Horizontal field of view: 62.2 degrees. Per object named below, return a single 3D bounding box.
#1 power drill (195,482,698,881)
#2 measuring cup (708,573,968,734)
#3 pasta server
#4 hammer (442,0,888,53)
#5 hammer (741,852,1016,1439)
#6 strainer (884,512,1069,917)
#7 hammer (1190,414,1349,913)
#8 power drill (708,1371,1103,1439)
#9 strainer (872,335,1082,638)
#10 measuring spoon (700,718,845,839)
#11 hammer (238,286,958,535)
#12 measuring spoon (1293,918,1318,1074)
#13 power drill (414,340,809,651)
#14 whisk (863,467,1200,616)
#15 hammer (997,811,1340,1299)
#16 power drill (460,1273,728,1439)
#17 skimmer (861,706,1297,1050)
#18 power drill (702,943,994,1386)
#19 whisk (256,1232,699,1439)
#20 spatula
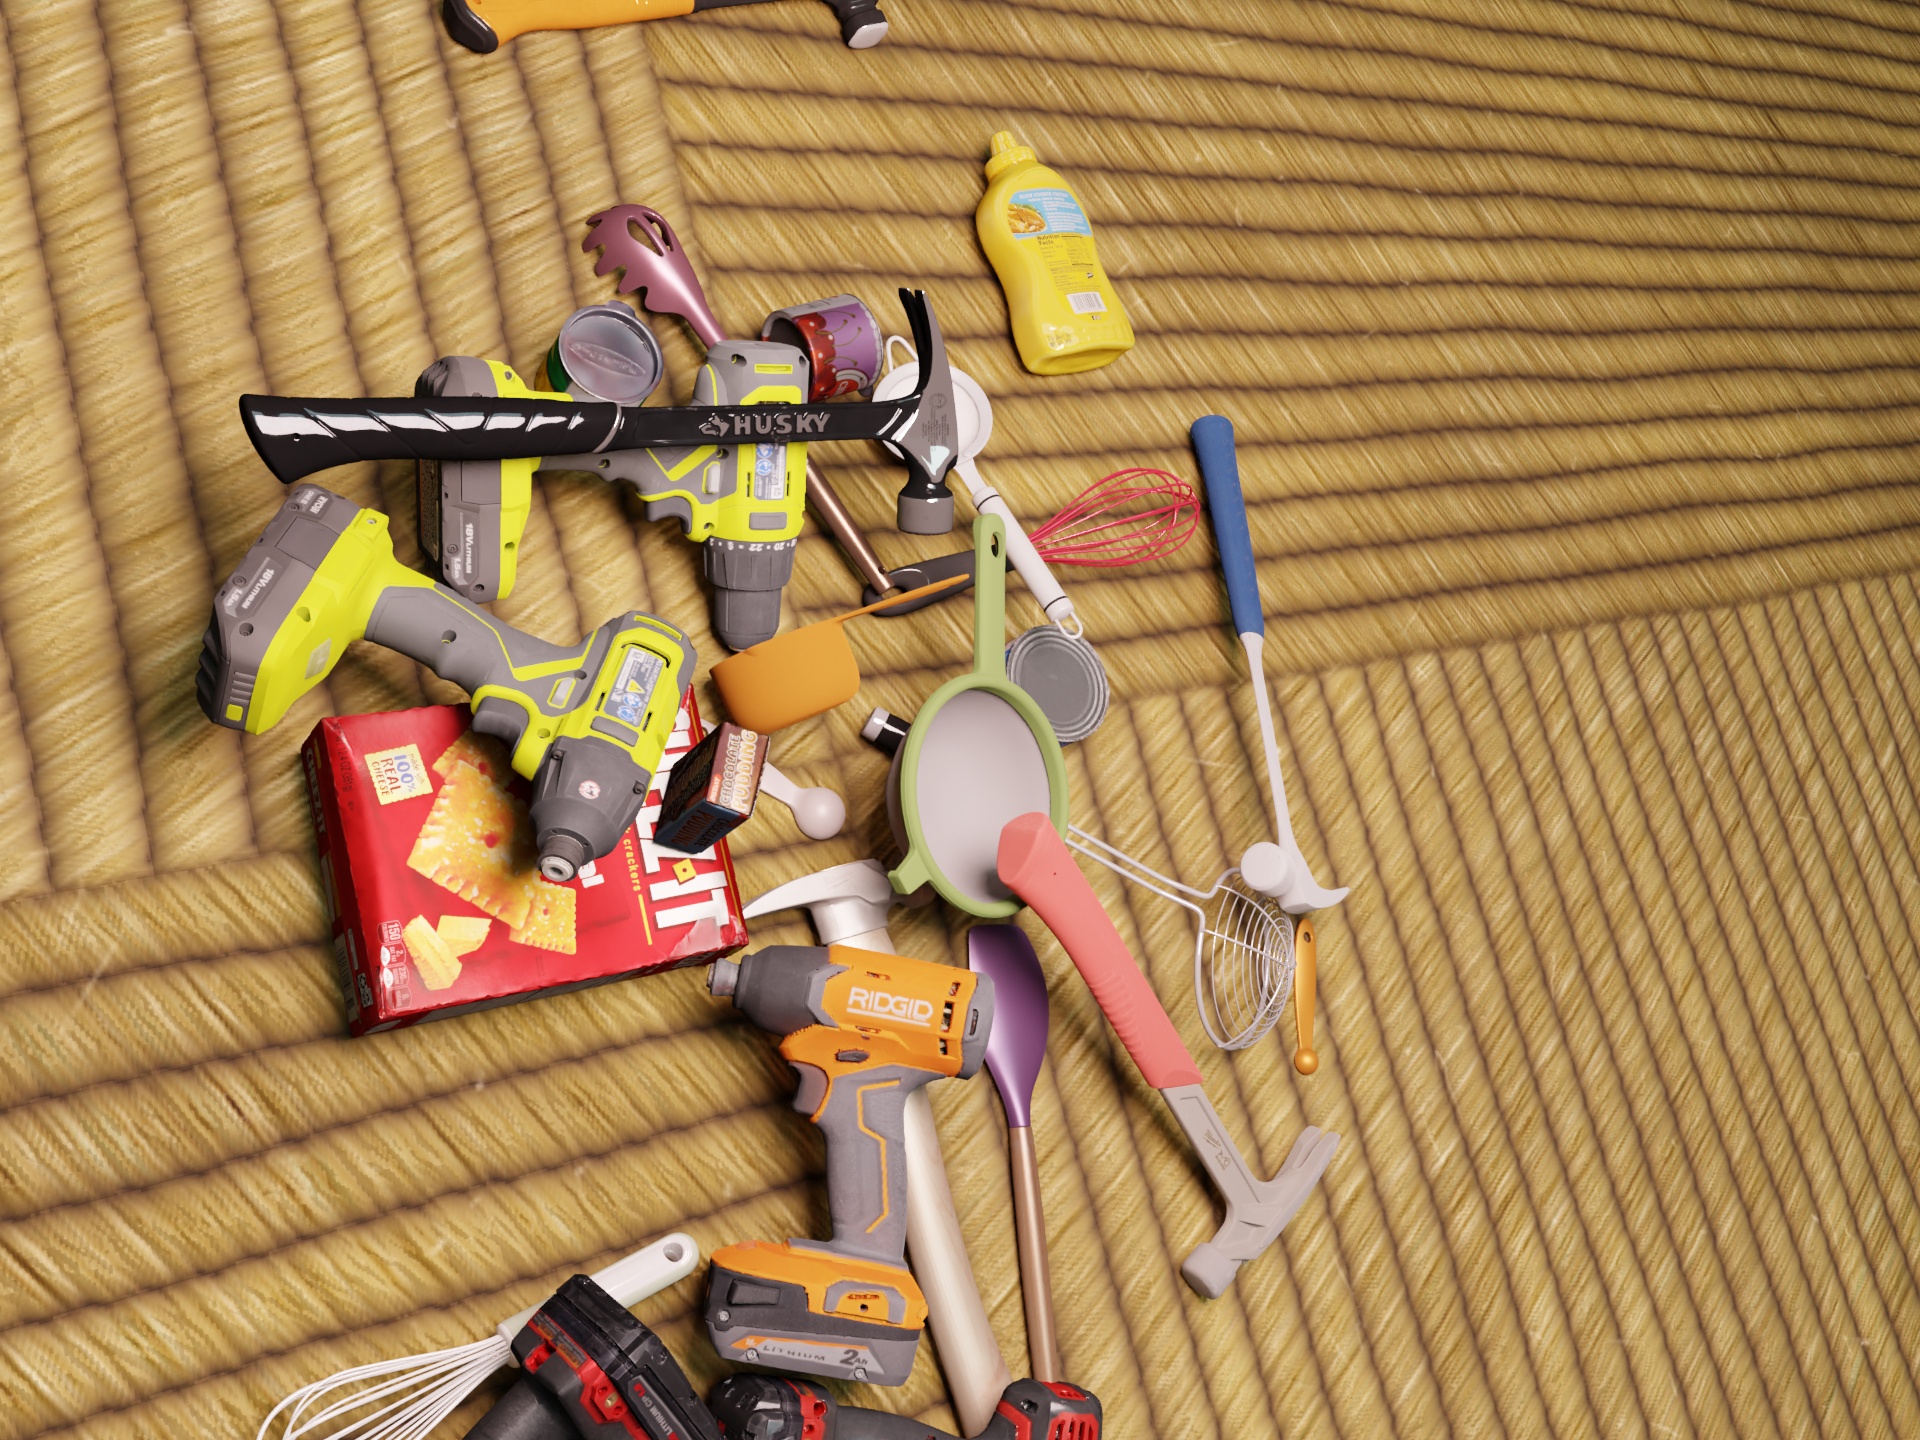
[{"bbox_3d":[-0.260,-0.018,0.818,0.223,0.080,0.171,24,42,-12],"label":"power drill"},{"bbox_3d":[-0.068,-0.039,0.983,0.173,0.095,0.052,-20,91,9],"label":"measuring cup"},{"bbox_3d":[-0.142,-0.215,1.060,0.060,0.040,0.316,-38,95,-34],"label":"pasta server"},{"bbox_3d":[-0.209,-0.522,1.126,0.337,0.034,0.127,-25,89,-34],"label":"hammer"},{"bbox_3d":[-0.031,0.289,0.964,0.146,0.038,0.411,-12,81,-32],"label":"hammer"},{"bbox_3d":[-0.002,-0.003,1.006,0.151,0.069,0.256,13,73,-46],"label":"strainer"},{"bbox_3d":[0.221,-0.049,1.195,0.144,0.035,0.406,32,46,-53],"label":"hammer"},{"bbox_3d":[-0.031,0.454,0.867,0.226,0.080,0.188,14,76,-21],"label":"power drill"},{"bbox_3d":[0.012,-0.157,1.104,0.087,0.050,0.259,-25,70,-19],"label":"strainer"},{"bbox_3d":[-0.123,0.033,1.003,0.124,0.018,0.034,35,60,-16],"label":"measuring spoon"},{"bbox_3d":[-0.178,-0.168,0.884,0.408,0.036,0.149,-7,110,-31],"label":"hammer"},{"bbox_3d":[0.259,0.204,1.181,0.021,0.011,0.117,15,67,-26],"label":"measuring spoon"},{"bbox_3d":[-0.200,-0.130,0.951,0.228,0.080,0.190,-5,111,-29],"label":"power drill"},{"bbox_3d":[0.059,-0.126,1.145,0.296,0.073,0.073,-20,85,-28],"label":"whisk"},{"bbox_3d":[0.129,0.201,1.026,0.149,0.037,0.358,-42,114,-27],"label":"hammer"},{"bbox_3d":[-0.228,0.395,0.771,0.220,0.079,0.143,-39,124,-29],"label":"power drill"},{"bbox_3d":[0.083,0.102,1.099,0.363,0.090,0.127,30,57,-8],"label":"skimmer"},{"bbox_3d":[-0.079,0.240,0.895,0.164,0.084,0.226,13,77,-8],"label":"power drill"},{"bbox_3d":[-0.241,0.326,0.820,0.246,0.059,0.058,-18,57,-38],"label":"whisk"},{"bbox_3d":[0.043,0.287,1.020,0.059,0.018,0.316,5,71,-31],"label":"spatula"}]
